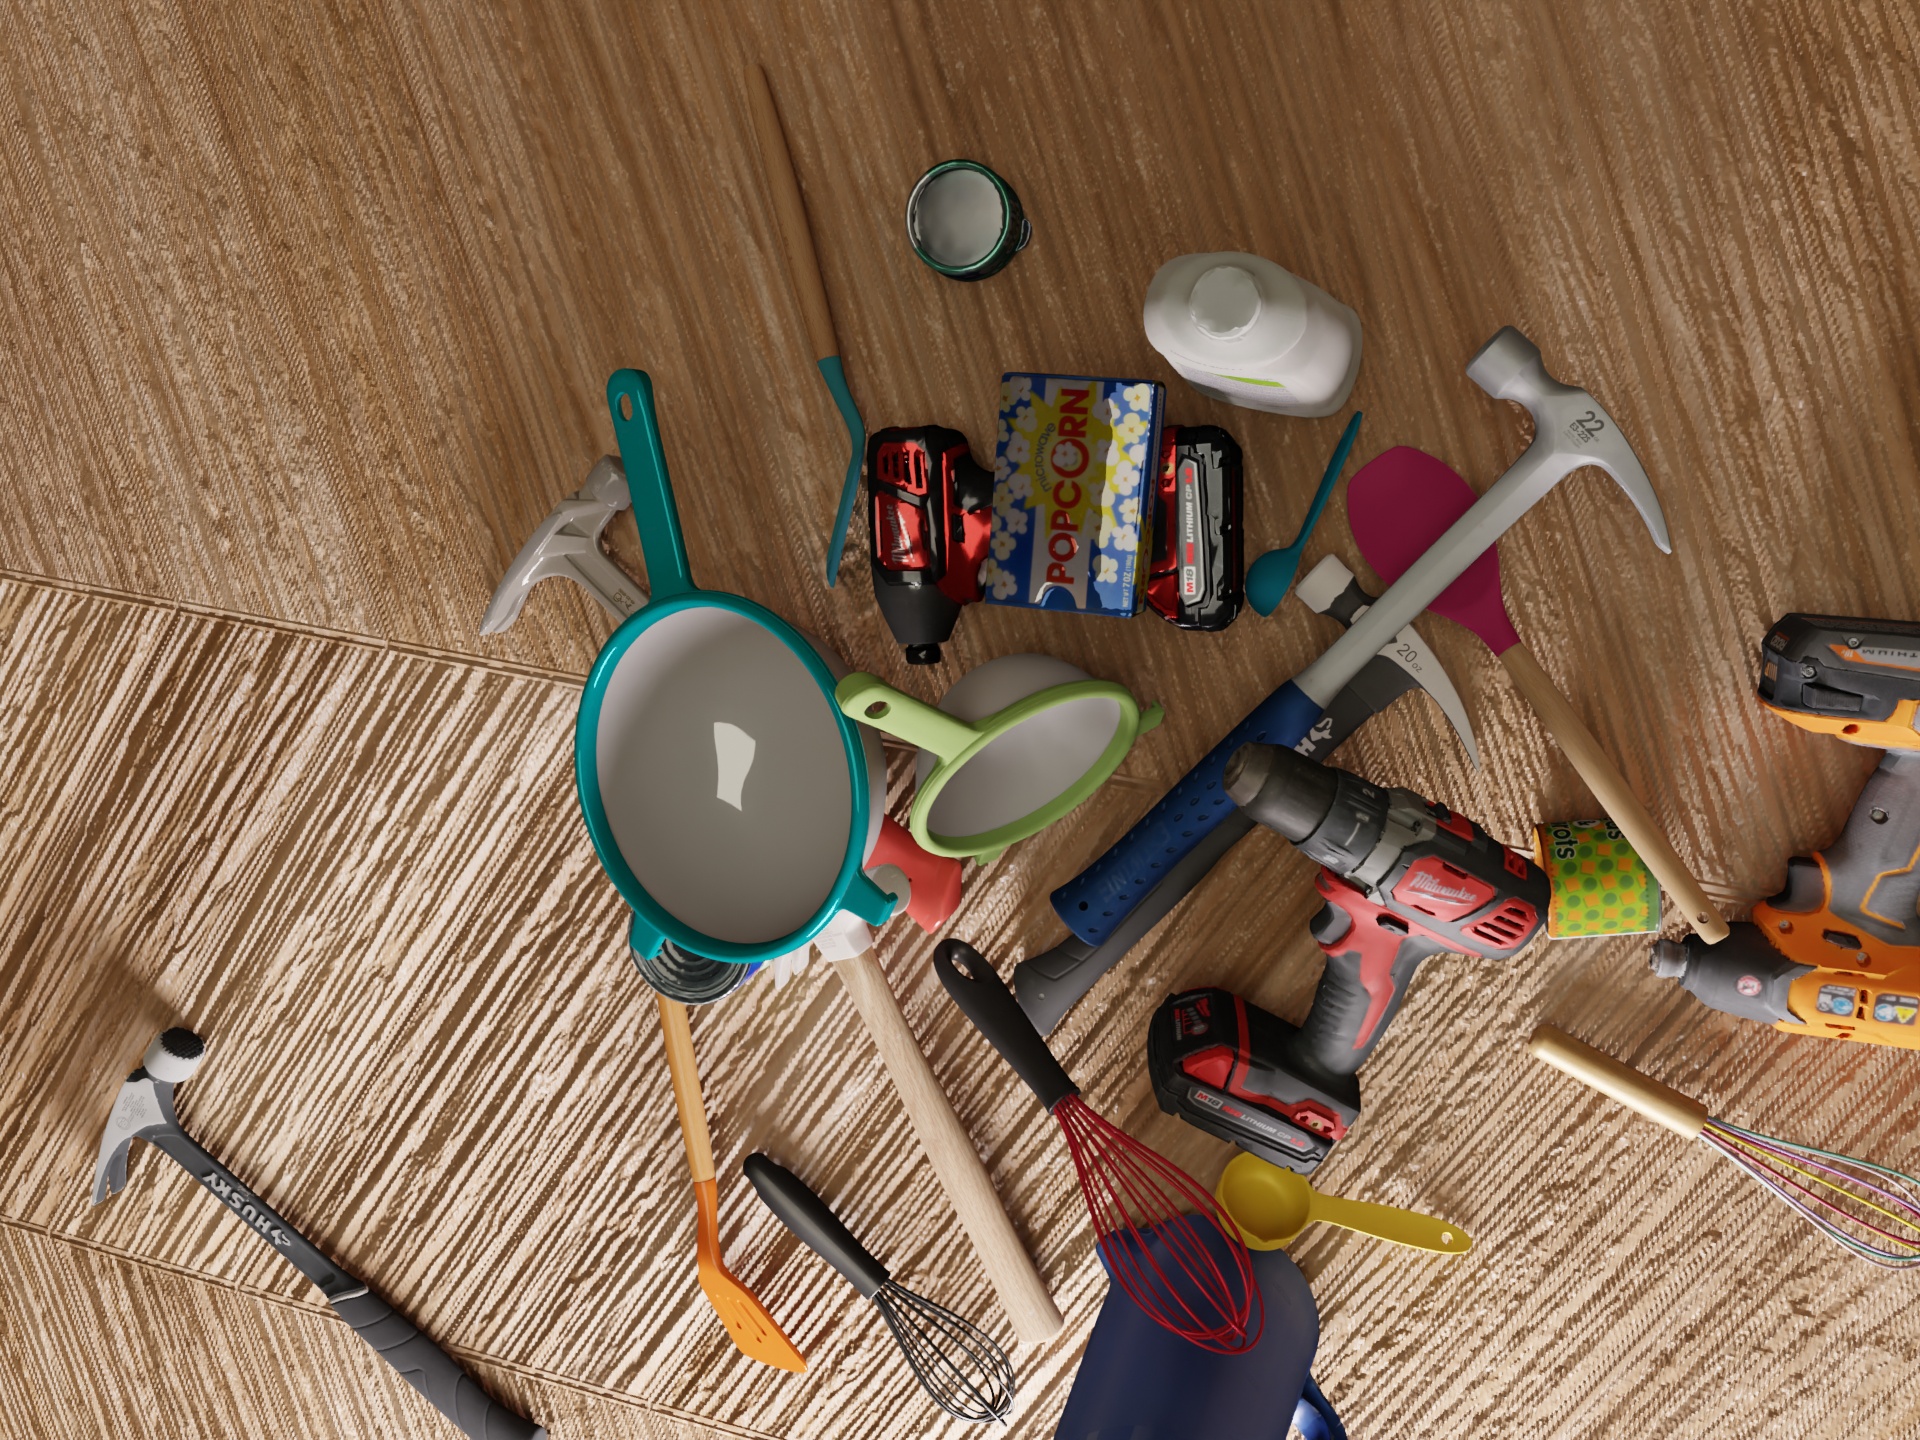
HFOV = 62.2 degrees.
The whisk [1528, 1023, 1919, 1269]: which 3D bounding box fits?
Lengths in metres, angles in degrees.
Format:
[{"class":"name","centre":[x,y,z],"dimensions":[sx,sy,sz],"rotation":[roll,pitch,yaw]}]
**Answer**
[{"class":"whisk","centre":[0.440,0.237,0.898],"dimensions":[0.245,0.047,0.051],"rotation":[28,104,12]}]

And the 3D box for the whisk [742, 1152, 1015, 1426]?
[{"class":"whisk","centre":[-0.055,0.369,1.036],"dimensions":[0.239,0.055,0.055],"rotation":[42,105,9]}]

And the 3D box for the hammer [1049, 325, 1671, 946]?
[{"class":"hammer","centre":[0.205,-0.018,0.884],"dimensions":[0.144,0.035,0.405],"rotation":[46,107,11]}]

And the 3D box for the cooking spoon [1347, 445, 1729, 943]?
[{"class":"cooking spoon","centre":[0.315,-0.018,0.869],"dimensions":[0.068,0.017,0.319],"rotation":[-36,73,18]}]

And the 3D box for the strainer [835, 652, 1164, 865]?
[{"class":"strainer","centre":[-0.001,-0.003,0.887],"dimensions":[0.151,0.256,0.069],"rotation":[-41,59,15]}]

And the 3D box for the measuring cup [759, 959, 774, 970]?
[{"class":"measuring cup","centre":[-0.171,0.092,1.028],"dimensions":[0.083,0.038,0.167],"rotation":[-36,90,16]}]

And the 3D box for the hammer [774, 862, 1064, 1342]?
[{"class":"hammer","centre":[-0.020,0.246,0.999],"dimensions":[0.130,0.031,0.331],"rotation":[-18,101,44]}]

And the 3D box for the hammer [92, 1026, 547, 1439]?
[{"class":"hammer","centre":[-0.459,0.404,1.145],"dimensions":[0.409,0.036,0.149],"rotation":[39,106,6]}]

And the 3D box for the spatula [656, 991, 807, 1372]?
[{"class":"spatula","centre":[-0.167,0.277,1.054],"dimensions":[0.081,0.041,0.322],"rotation":[-13,87,49]}]

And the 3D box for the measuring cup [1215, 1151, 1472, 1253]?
[{"class":"measuring cup","centre":[0.230,0.304,0.964],"dimensions":[0.156,0.062,0.029],"rotation":[14,142,-1]}]

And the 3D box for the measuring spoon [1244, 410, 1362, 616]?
[{"class":"measuring spoon","centre":[0.194,-0.121,0.912],"dimensions":[0.021,0.042,0.128],"rotation":[24,95,-4]}]

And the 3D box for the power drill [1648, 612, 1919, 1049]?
[{"class":"power drill","centre":[0.467,0.061,0.849],"dimensions":[0.164,0.084,0.226],"rotation":[5,103,13]}]

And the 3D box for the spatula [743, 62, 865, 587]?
[{"class":"spatula","centre":[-0.097,-0.240,0.960],"dimensions":[0.044,0.082,0.317],"rotation":[-14,89,-1]}]

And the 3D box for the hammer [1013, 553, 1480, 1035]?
[{"class":"hammer","centre":[0.155,0.070,0.948],"dimensions":[0.146,0.035,0.334],"rotation":[45,105,5]}]

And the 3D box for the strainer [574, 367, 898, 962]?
[{"class":"strainer","centre":[-0.131,-0.035,0.921],"dimensions":[0.211,0.095,0.340],"rotation":[-13,90,33]}]

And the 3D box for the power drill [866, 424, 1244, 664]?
[{"class":"power drill","centre":[0.052,-0.103,0.931],"dimensions":[0.220,0.078,0.143],"rotation":[1,98,16]}]

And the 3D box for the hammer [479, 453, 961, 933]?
[{"class":"hammer","centre":[-0.142,0.004,1.002],"dimensions":[0.359,0.036,0.149],"rotation":[44,108,7]}]

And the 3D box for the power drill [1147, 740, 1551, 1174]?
[{"class":"power drill","centre":[0.188,0.127,0.885],"dimensions":[0.188,0.080,0.226],"rotation":[27,115,-8]}]

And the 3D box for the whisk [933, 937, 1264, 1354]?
[{"class":"whisk","centre":[0.071,0.236,0.918],"dimensions":[0.073,0.073,0.296],"rotation":[-49,58,15]}]
